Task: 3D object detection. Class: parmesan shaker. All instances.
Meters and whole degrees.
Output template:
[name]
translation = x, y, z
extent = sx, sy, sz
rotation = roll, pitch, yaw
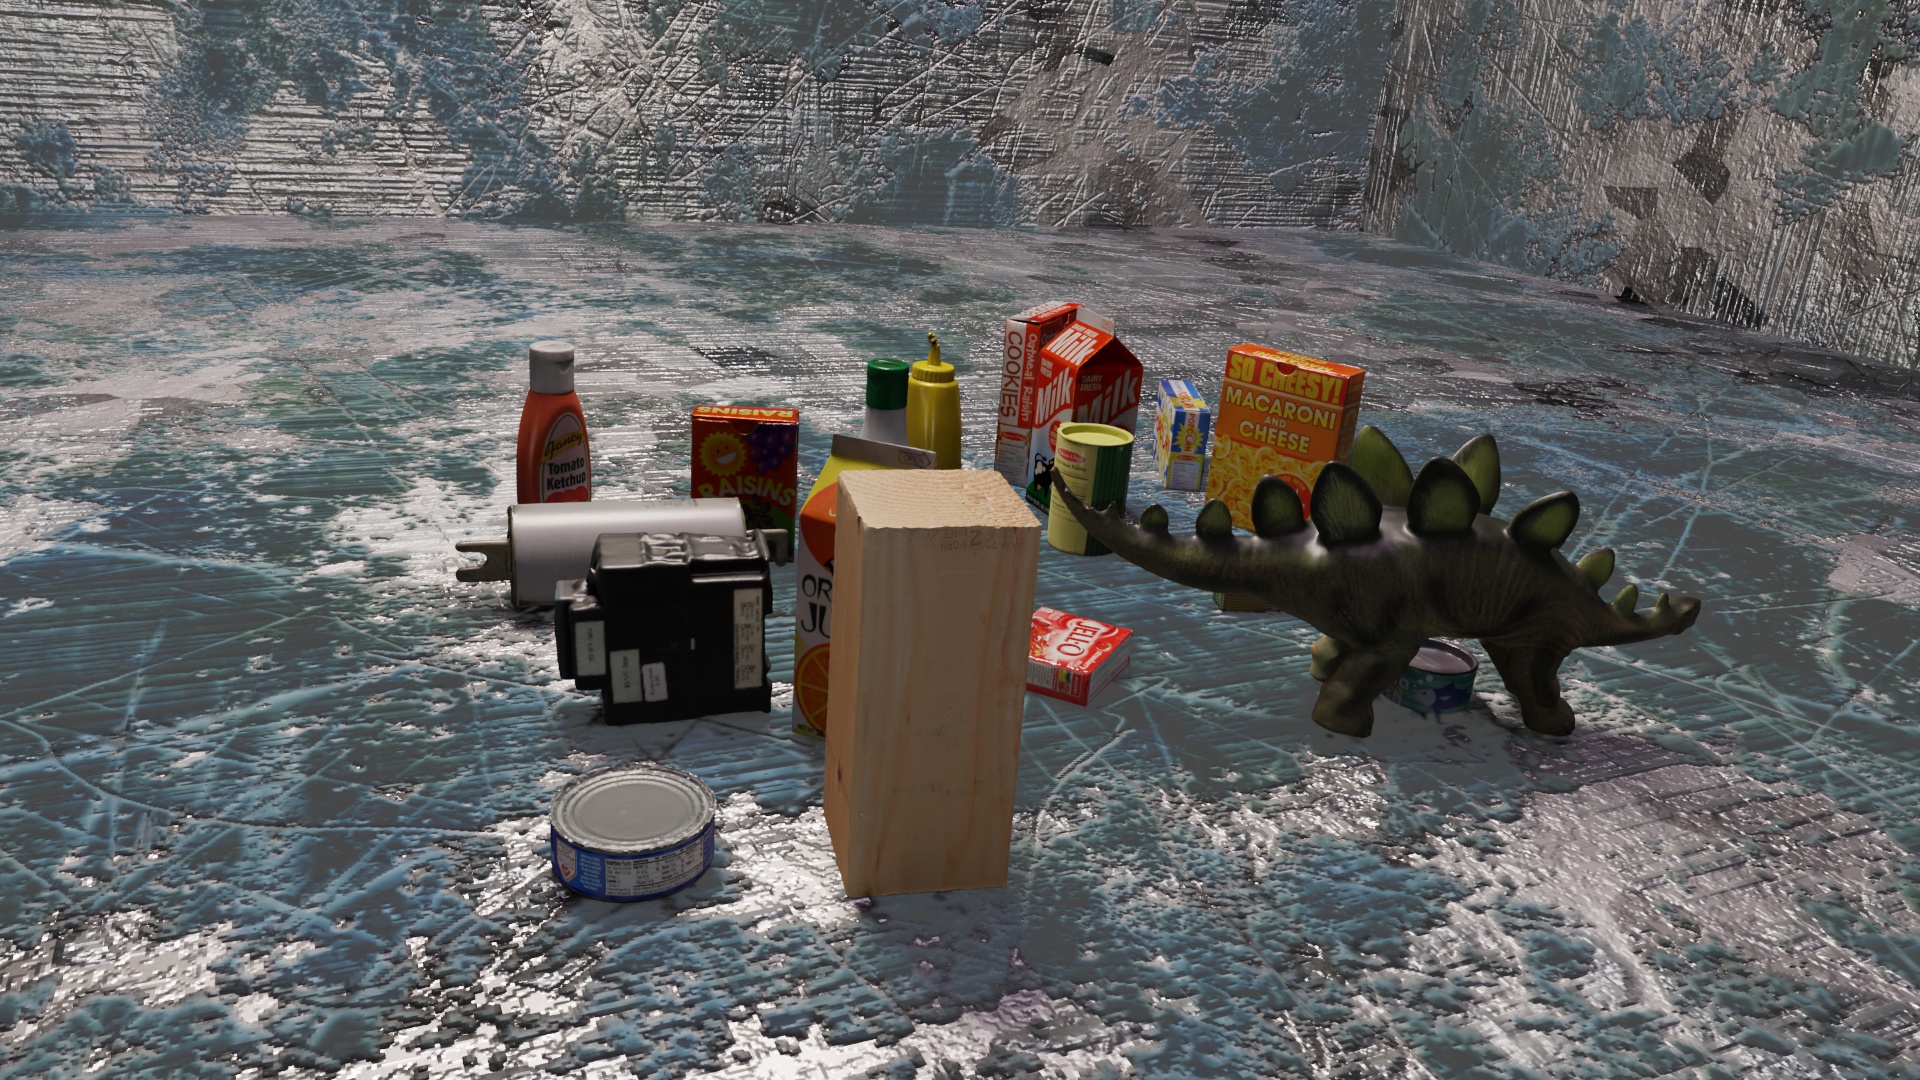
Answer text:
[parmesan shaker]
translation = 0.111, -0.046, 1.223
extent = 0.071, 0.102, 0.071
rotation = 4, 20, -1

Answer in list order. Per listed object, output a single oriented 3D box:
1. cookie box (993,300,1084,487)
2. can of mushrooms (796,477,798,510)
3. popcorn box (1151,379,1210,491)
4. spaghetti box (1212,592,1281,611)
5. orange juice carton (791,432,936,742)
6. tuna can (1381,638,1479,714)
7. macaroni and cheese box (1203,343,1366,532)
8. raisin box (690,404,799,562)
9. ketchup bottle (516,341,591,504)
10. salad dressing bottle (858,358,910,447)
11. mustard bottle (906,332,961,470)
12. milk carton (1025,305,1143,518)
[cookie box]
translation = 0.080, -0.150, 1.401
extent = 0.040, 0.166, 0.123
rotation = 13, 22, 22
[can of mushrooms]
translation = -0.177, -0.042, 1.247
extent = 0.071, 0.033, 0.071
rotation = 4, 21, -1
[popcorn box]
translation = 0.228, -0.112, 1.447
extent = 0.038, 0.085, 0.127
rotation = 4, 20, -1
[spaghetti box]
translation = 0.331, 0.031, 1.142
extent = 0.250, 0.050, 0.029
rotation = 0, 21, -12
[orange juice carton]
translation = -0.053, 0.031, 0.858
extent = 0.072, 0.191, 0.073
rotation = 13, 22, 22
[tuna can]
translation = 0.332, 0.096, 0.995
extent = 0.071, 0.032, 0.071
rotation = 4, 21, -1
[macaroni and cheese box]
translation = 0.297, -0.087, 1.282
extent = 0.124, 0.165, 0.040
rotation = 20, 25, 35
[raisin box]
translation = -0.176, -0.046, 1.131
extent = 0.086, 0.123, 0.040
rotation = 3, 20, -5
[ketchup bottle]
translation = -0.348, -0.094, 1.185
extent = 0.043, 0.148, 0.065
rotation = 20, 25, 35
[salad dressing bottle]
translation = -0.068, -0.085, 1.224
extent = 0.064, 0.147, 0.044
rotation = 16, 23, 27
[mustard bottle]
translation = -0.027, -0.115, 1.294
extent = 0.049, 0.159, 0.065
rotation = -11, 26, -37
[milk carton]
translation = 0.116, -0.117, 1.289
extent = 0.073, 0.189, 0.072
rotation = -5, 22, -25
